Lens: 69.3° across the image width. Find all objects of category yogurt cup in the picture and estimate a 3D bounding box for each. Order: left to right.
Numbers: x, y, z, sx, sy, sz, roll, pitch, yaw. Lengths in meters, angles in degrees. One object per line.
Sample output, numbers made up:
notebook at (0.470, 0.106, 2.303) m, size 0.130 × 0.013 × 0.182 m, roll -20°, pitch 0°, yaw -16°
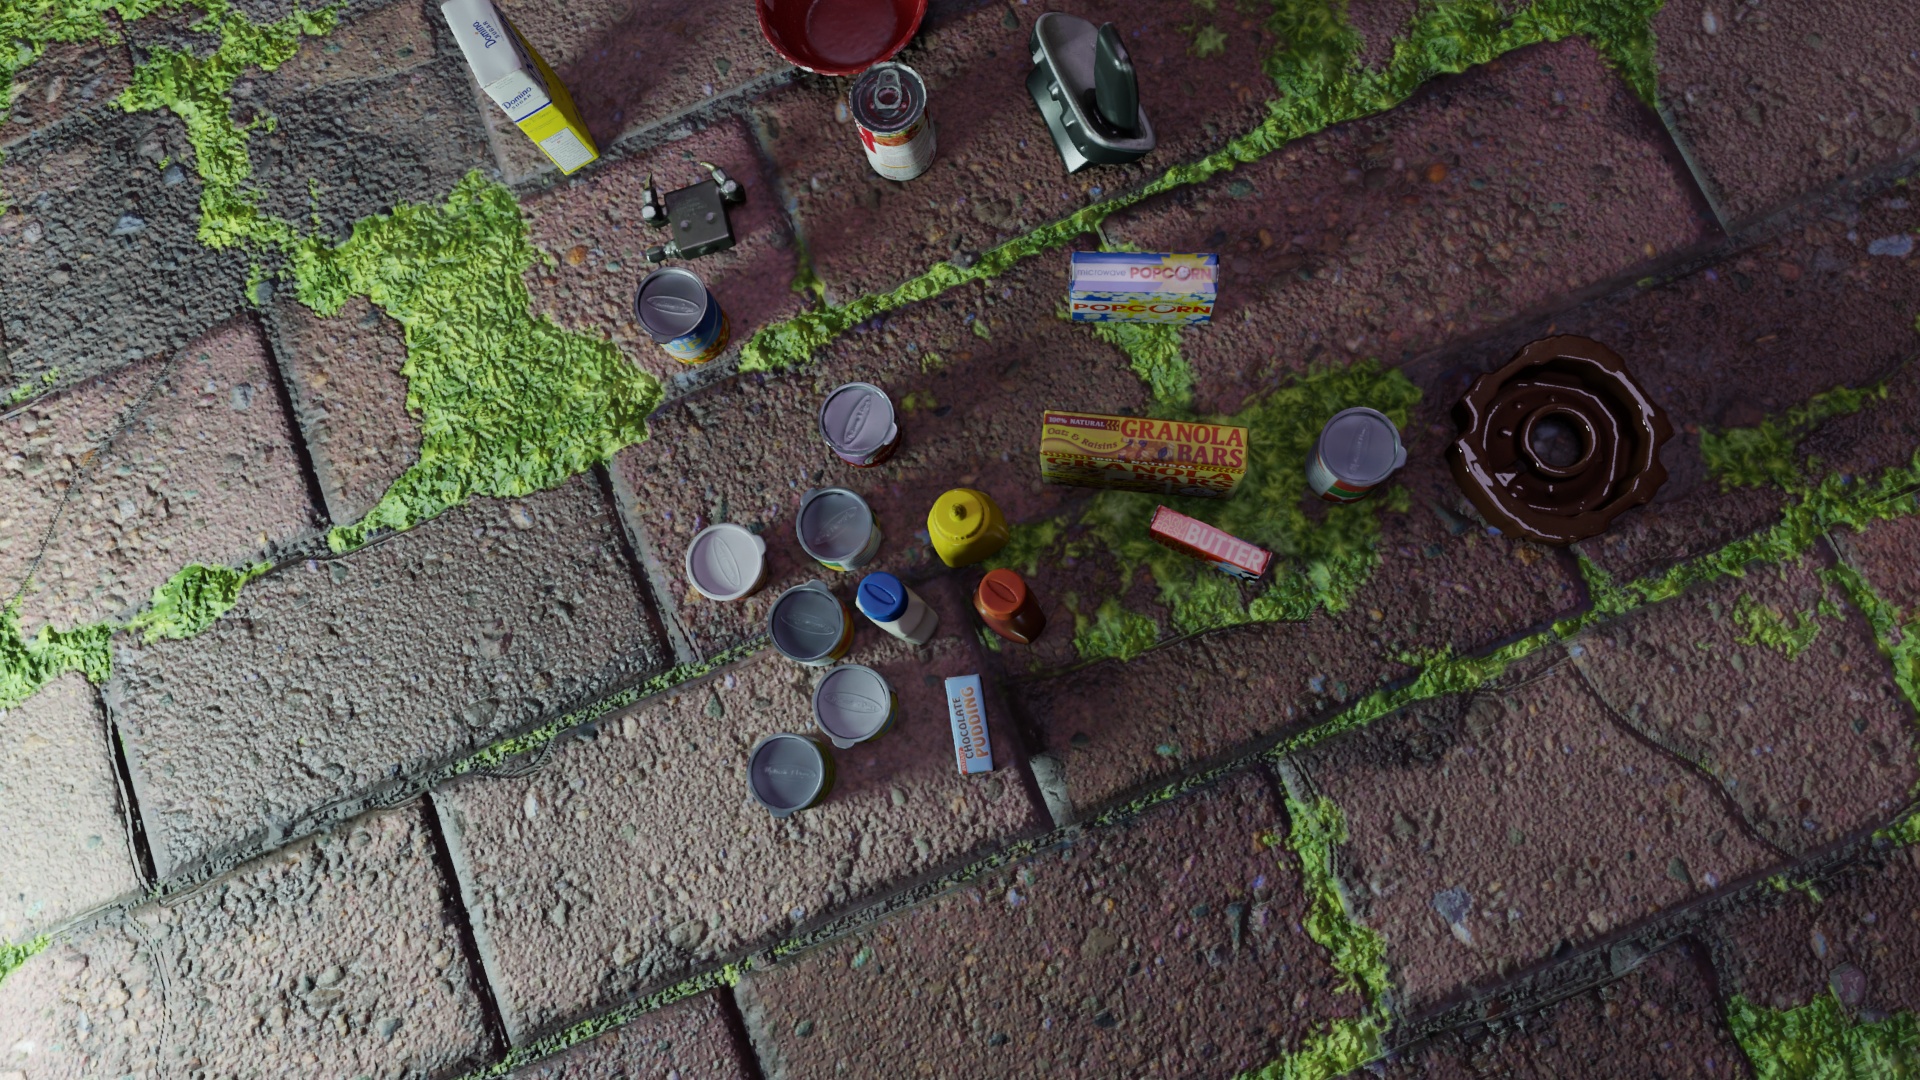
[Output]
yogurt cup at (-0.200, 0.022, 1.216) m, size 0.072 × 0.054 × 0.072 m, roll -1°, pitch 80°, yaw 5°

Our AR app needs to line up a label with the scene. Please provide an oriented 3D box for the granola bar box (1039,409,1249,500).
granola bar box at (0.152, -0.071, 1.168) m, size 0.166 × 0.124 × 0.039 m, roll 6°, pitch 81°, yaw 6°

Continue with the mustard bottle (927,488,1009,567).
mustard bottle at (0.004, -0.014, 1.152) m, size 0.065 × 0.160 × 0.049 m, roll -26°, pitch 79°, yaw 0°

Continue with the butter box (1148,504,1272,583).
butter box at (0.211, 0.004, 1.186) m, size 0.103 × 0.053 × 0.024 m, roll 24°, pitch 83°, yaw 9°

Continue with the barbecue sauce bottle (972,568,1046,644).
barbecue sauce bottle at (0.038, 0.052, 1.143) m, size 0.065 × 0.148 × 0.044 m, roll 36°, pitch 85°, yaw 10°

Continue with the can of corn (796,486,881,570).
can of corn at (-0.107, -0.011, 1.212) m, size 0.071 × 0.058 × 0.071 m, roll -1°, pitch 80°, yaw 5°

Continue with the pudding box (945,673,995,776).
pudding box at (0.009, 0.156, 1.176) m, size 0.030 × 0.049 × 0.084 m, roll -9°, pitch 79°, yaw 3°

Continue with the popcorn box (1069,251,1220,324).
popcorn box at (0.159, -0.221, 1.215) m, size 0.127 × 0.085 × 0.038 m, roll 2°, pitch 80°, yaw 5°

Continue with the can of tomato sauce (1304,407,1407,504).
can of tomato sauce at (0.332, -0.070, 1.174) m, size 0.071 × 0.083 × 0.071 m, roll -1°, pitch 80°, yaw 5°

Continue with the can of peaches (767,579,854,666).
can of peaches at (-0.127, 0.072, 1.199) m, size 0.071 × 0.058 × 0.071 m, roll -1°, pitch 80°, yaw 5°

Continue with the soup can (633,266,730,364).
soup can at (-0.249, -0.198, 1.246) m, size 0.071 × 0.083 × 0.071 m, roll -1°, pitch 80°, yaw 5°

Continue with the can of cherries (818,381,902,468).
can of cherries at (-0.085, -0.099, 1.227) m, size 0.071 × 0.058 × 0.071 m, roll -1°, pitch 80°, yaw 5°

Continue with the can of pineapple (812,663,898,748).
can of pineapple at (-0.090, 0.141, 1.183) m, size 0.071 × 0.058 × 0.071 m, roll -1°, pitch 80°, yaw 5°

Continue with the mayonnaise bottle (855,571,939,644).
mayonnaise bottle at (-0.055, 0.054, 1.150) m, size 0.065 × 0.148 × 0.041 m, roll 31°, pitch 84°, yaw 9°

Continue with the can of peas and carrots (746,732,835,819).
can of peas and carrots at (-0.142, 0.199, 1.176) m, size 0.071 × 0.058 × 0.071 m, roll -1°, pitch 80°, yaw 5°
